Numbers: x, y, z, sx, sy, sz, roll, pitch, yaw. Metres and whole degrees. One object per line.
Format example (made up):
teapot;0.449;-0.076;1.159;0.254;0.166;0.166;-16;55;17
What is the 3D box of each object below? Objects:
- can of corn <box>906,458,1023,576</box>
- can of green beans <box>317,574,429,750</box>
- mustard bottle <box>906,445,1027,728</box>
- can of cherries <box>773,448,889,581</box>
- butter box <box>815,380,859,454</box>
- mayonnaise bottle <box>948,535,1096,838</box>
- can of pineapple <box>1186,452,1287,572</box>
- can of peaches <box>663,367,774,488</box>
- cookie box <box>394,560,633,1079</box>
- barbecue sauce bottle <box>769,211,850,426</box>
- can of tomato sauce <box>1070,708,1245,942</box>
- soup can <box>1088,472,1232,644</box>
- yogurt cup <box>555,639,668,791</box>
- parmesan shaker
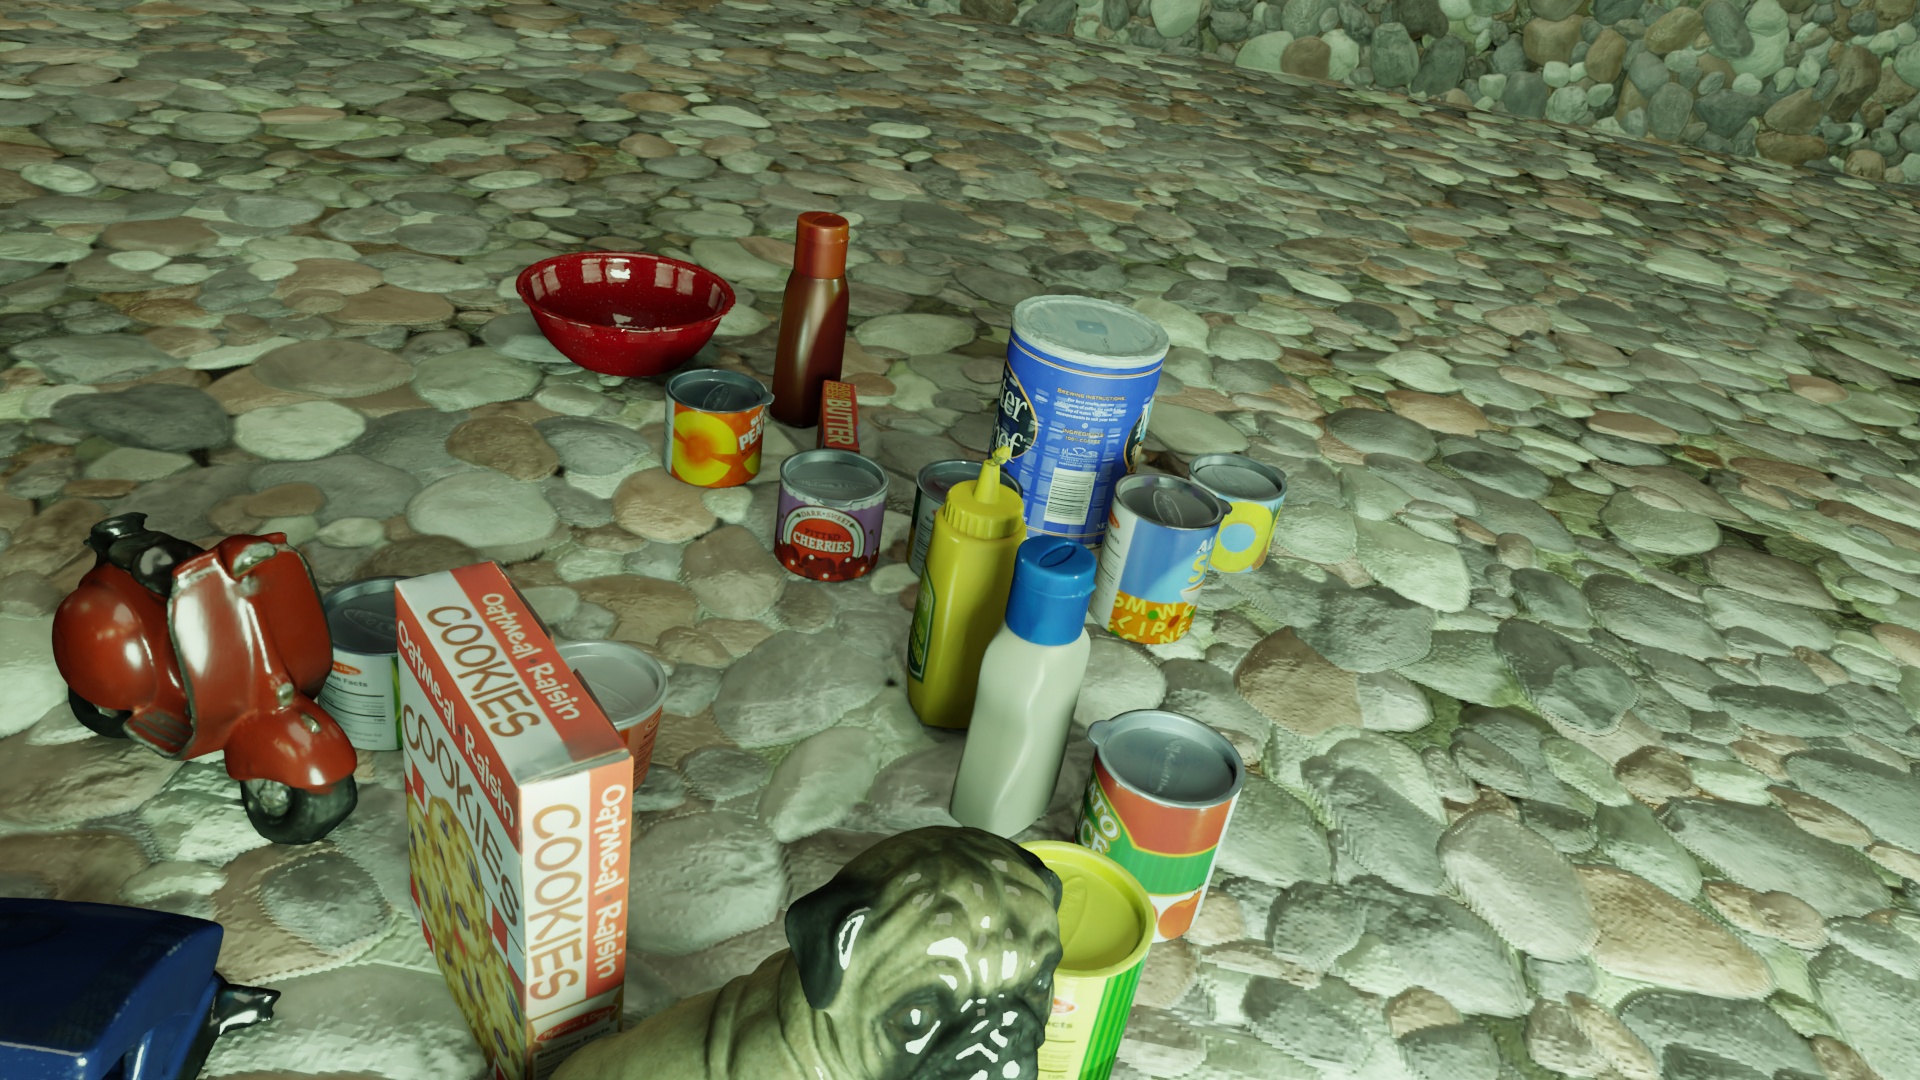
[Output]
can of corn;0.003;-0.011;0.866;0.071;0.058;0.071;8;30;-4
can of green beans;-0.273;0.058;0.666;0.071;0.057;0.071;8;30;-4
mustard bottle;0.005;0.020;0.713;0.049;0.159;0.065;2;31;-13
can of cherries;-0.080;-0.015;0.847;0.071;0.058;0.072;8;30;-4
butter box;-0.083;-0.063;0.934;0.024;0.052;0.104;5;30;-9
mayonnaise bottle;0.032;0.069;0.651;0.041;0.147;0.065;26;34;26
can of pineapple;0.182;-0.019;0.934;0.071;0.057;0.071;8;30;-4
can of peaches;-0.162;-0.075;0.925;0.071;0.057;0.071;8;30;-4
cookie box;-0.163;0.109;0.503;0.040;0.166;0.123;-13;37;-35
barbecue sauce bottle;-0.105;-0.159;0.996;0.044;0.147;0.065;19;31;15
can of tomato sauce;0.084;0.129;0.628;0.071;0.082;0.071;8;30;-4
soup can;0.120;0.011;0.838;0.071;0.083;0.072;8;30;-4
yogurt cup;-0.173;0.086;0.652;0.072;0.053;0.073;8;30;-4
parmesan shaker;0.027;0.172;0.518;0.071;0.102;0.071;8;30;-4
